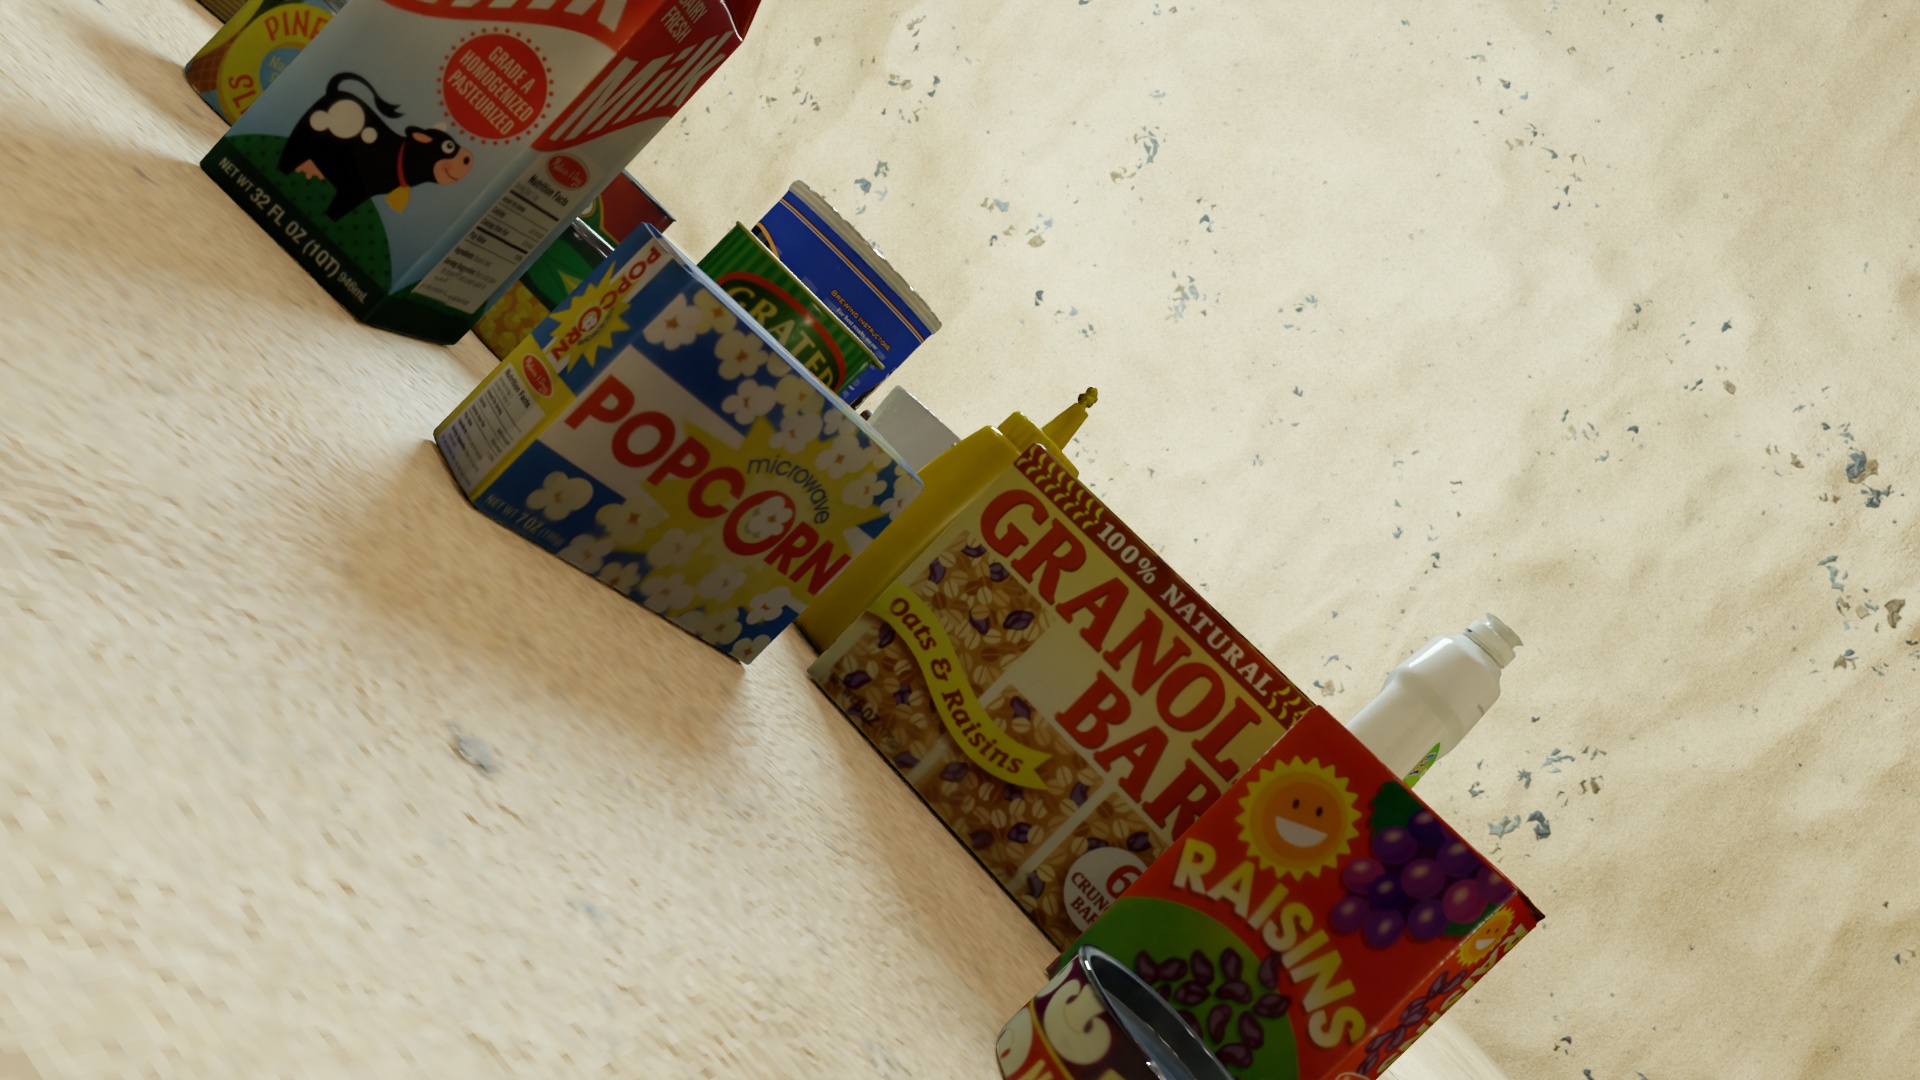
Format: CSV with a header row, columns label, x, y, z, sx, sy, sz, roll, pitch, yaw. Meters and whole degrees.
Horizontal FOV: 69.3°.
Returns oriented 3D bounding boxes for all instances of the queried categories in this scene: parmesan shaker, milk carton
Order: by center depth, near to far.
label,x,y,z,sx,sy,sz,roll,pitch,yaw
milk carton,-0.138,-0.158,0.449,0.072,0.190,0.073,45,2,0
parmesan shaker,-0.086,-0.047,0.475,0.071,0.103,0.071,45,2,-2

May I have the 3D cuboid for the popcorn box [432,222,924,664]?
label,x,y,z,sx,sy,sz,roll,pitch,yaw
popcorn box,-0.078,-0.023,0.415,0.038,0.085,0.126,46,3,38

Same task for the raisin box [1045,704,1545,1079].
label,x,y,z,sx,sy,sz,roll,pitch,yaw
raisin box,0.100,0.125,0.427,0.086,0.123,0.040,46,3,41

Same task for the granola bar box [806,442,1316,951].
label,x,y,z,sx,sy,sz,roll,pitch,yaw
granola bar box,0.045,0.065,0.511,0.166,0.124,0.039,45,2,15

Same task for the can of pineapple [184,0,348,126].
label,x,y,z,sx,sy,sz,roll,pitch,yaw
can of pineapple,-0.243,-0.173,0.520,0.071,0.058,0.071,45,2,-2

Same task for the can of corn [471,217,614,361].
label,x,y,z,sx,sy,sz,roll,pitch,yaw
can of corn,-0.157,-0.091,0.567,0.071,0.058,0.071,45,2,-2

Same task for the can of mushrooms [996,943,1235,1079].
label,x,y,z,sx,sy,sz,roll,pitch,yaw
can of mushrooms,0.042,0.136,0.342,0.071,0.033,0.071,45,2,-2

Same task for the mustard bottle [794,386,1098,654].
label,x,y,z,sx,sy,sz,roll,pitch,yaw
mustard bottle,0.002,-0.007,0.588,0.049,0.160,0.065,46,2,38

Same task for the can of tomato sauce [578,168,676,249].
label,x,y,z,sx,sy,sz,roll,pitch,yaw
can of tomato sauce,-0.201,-0.161,0.718,0.071,0.083,0.071,45,2,-2

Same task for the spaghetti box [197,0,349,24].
label,x,y,z,sx,sy,sz,roll,pitch,yaw
spaghetti box,-0.286,-0.221,0.722,0.249,0.050,0.029,42,3,-41
